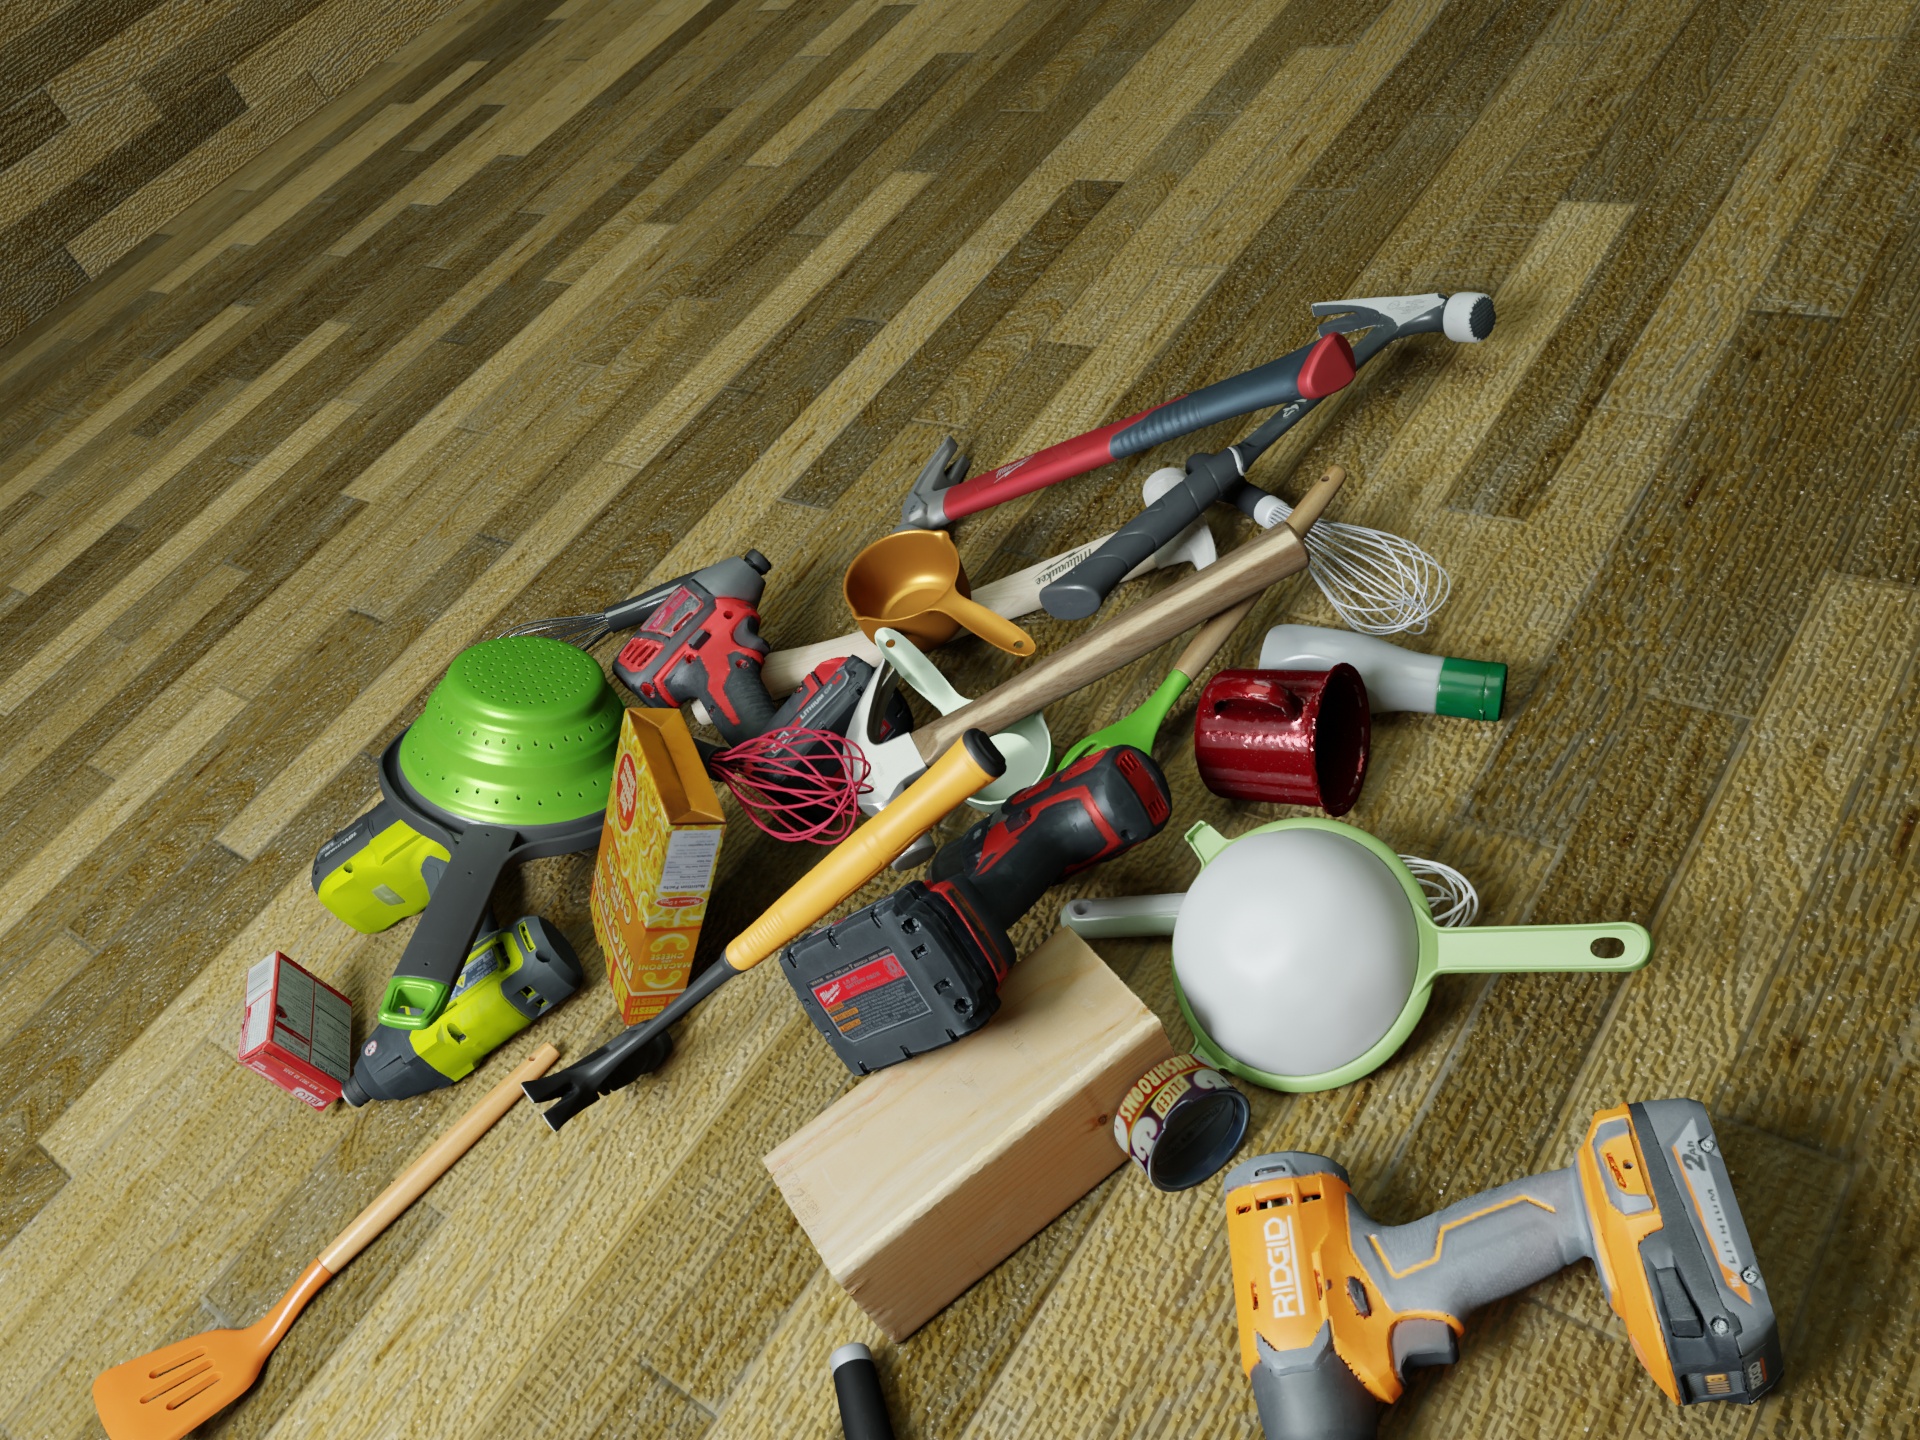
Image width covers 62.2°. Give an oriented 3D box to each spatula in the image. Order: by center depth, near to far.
[{"bbox_3d":[-0.378,0.315,0.984,0.322,0.041,0.081,-44,45,-20],"label":"spatula"}]

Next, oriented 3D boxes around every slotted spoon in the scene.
[{"bbox_3d":[0.159,-0.050,1.046,0.070,0.031,0.314,29,76,43],"label":"slotted spoon"}]

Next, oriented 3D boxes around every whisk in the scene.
[{"bbox_3d":[0.171,0.109,0.918,0.246,0.059,0.058,-7,32,26],"label":"whisk"},{"bbox_3d":[-0.145,0.030,1.031,0.073,0.073,0.296,-48,30,-22],"label":"whisk"},{"bbox_3d":[0.239,-0.134,1.119,0.070,0.070,0.285,-33,38,-7],"label":"whisk"},{"bbox_3d":[-0.291,-0.081,1.330,0.239,0.055,0.055,-22,43,-2],"label":"whisk"}]

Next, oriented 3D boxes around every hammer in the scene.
[{"bbox_3d":[-0.108,0.118,0.911,0.337,0.127,0.034,-40,82,18],"label":"hammer"},{"bbox_3d":[0.073,-0.037,1.033,0.331,0.031,0.130,-30,65,3],"label":"hammer"},{"bbox_3d":[0.208,-0.200,1.154,0.409,0.036,0.149,-40,34,-22],"label":"hammer"},{"bbox_3d":[0.114,-0.215,1.185,0.386,0.038,0.143,-15,37,37],"label":"hammer"},{"bbox_3d":[-0.009,-0.068,1.185,0.410,0.038,0.146,-19,44,9],"label":"hammer"}]

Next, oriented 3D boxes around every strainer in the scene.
[{"bbox_3d":[0.215,0.114,0.820,0.256,0.069,0.152,-6,69,32],"label":"strainer"}]

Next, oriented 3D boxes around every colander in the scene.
[{"bbox_3d":[-0.317,0.046,1.085,0.204,0.094,0.397,9,32,-4],"label":"colander"}]

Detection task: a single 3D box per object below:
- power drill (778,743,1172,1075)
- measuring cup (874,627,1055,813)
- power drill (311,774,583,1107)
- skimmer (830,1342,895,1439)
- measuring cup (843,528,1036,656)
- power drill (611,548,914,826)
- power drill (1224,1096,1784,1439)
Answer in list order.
[{"bbox_3d":[0.001,0.103,0.902,0.188,0.080,0.227,-30,4,43],"label":"power drill"},{"bbox_3d":[-0.002,-0.003,1.082,0.083,0.038,0.168,-42,63,-4],"label":"measuring cup"},{"bbox_3d":[-0.374,0.153,1.116,0.171,0.080,0.223,-35,46,-3],"label":"power drill"},{"bbox_3d":[-0.002,0.412,0.672,0.127,0.090,0.364,0,36,-19],"label":"skimmer"},{"bbox_3d":[-0.006,-0.071,1.128,0.174,0.052,0.095,32,69,34],"label":"measuring cup"},{"bbox_3d":[-0.144,-0.034,1.150,0.143,0.078,0.220,-48,54,-8],"label":"power drill"},{"bbox_3d":[0.235,0.264,0.712,0.226,0.084,0.164,-16,44,18],"label":"power drill"}]
